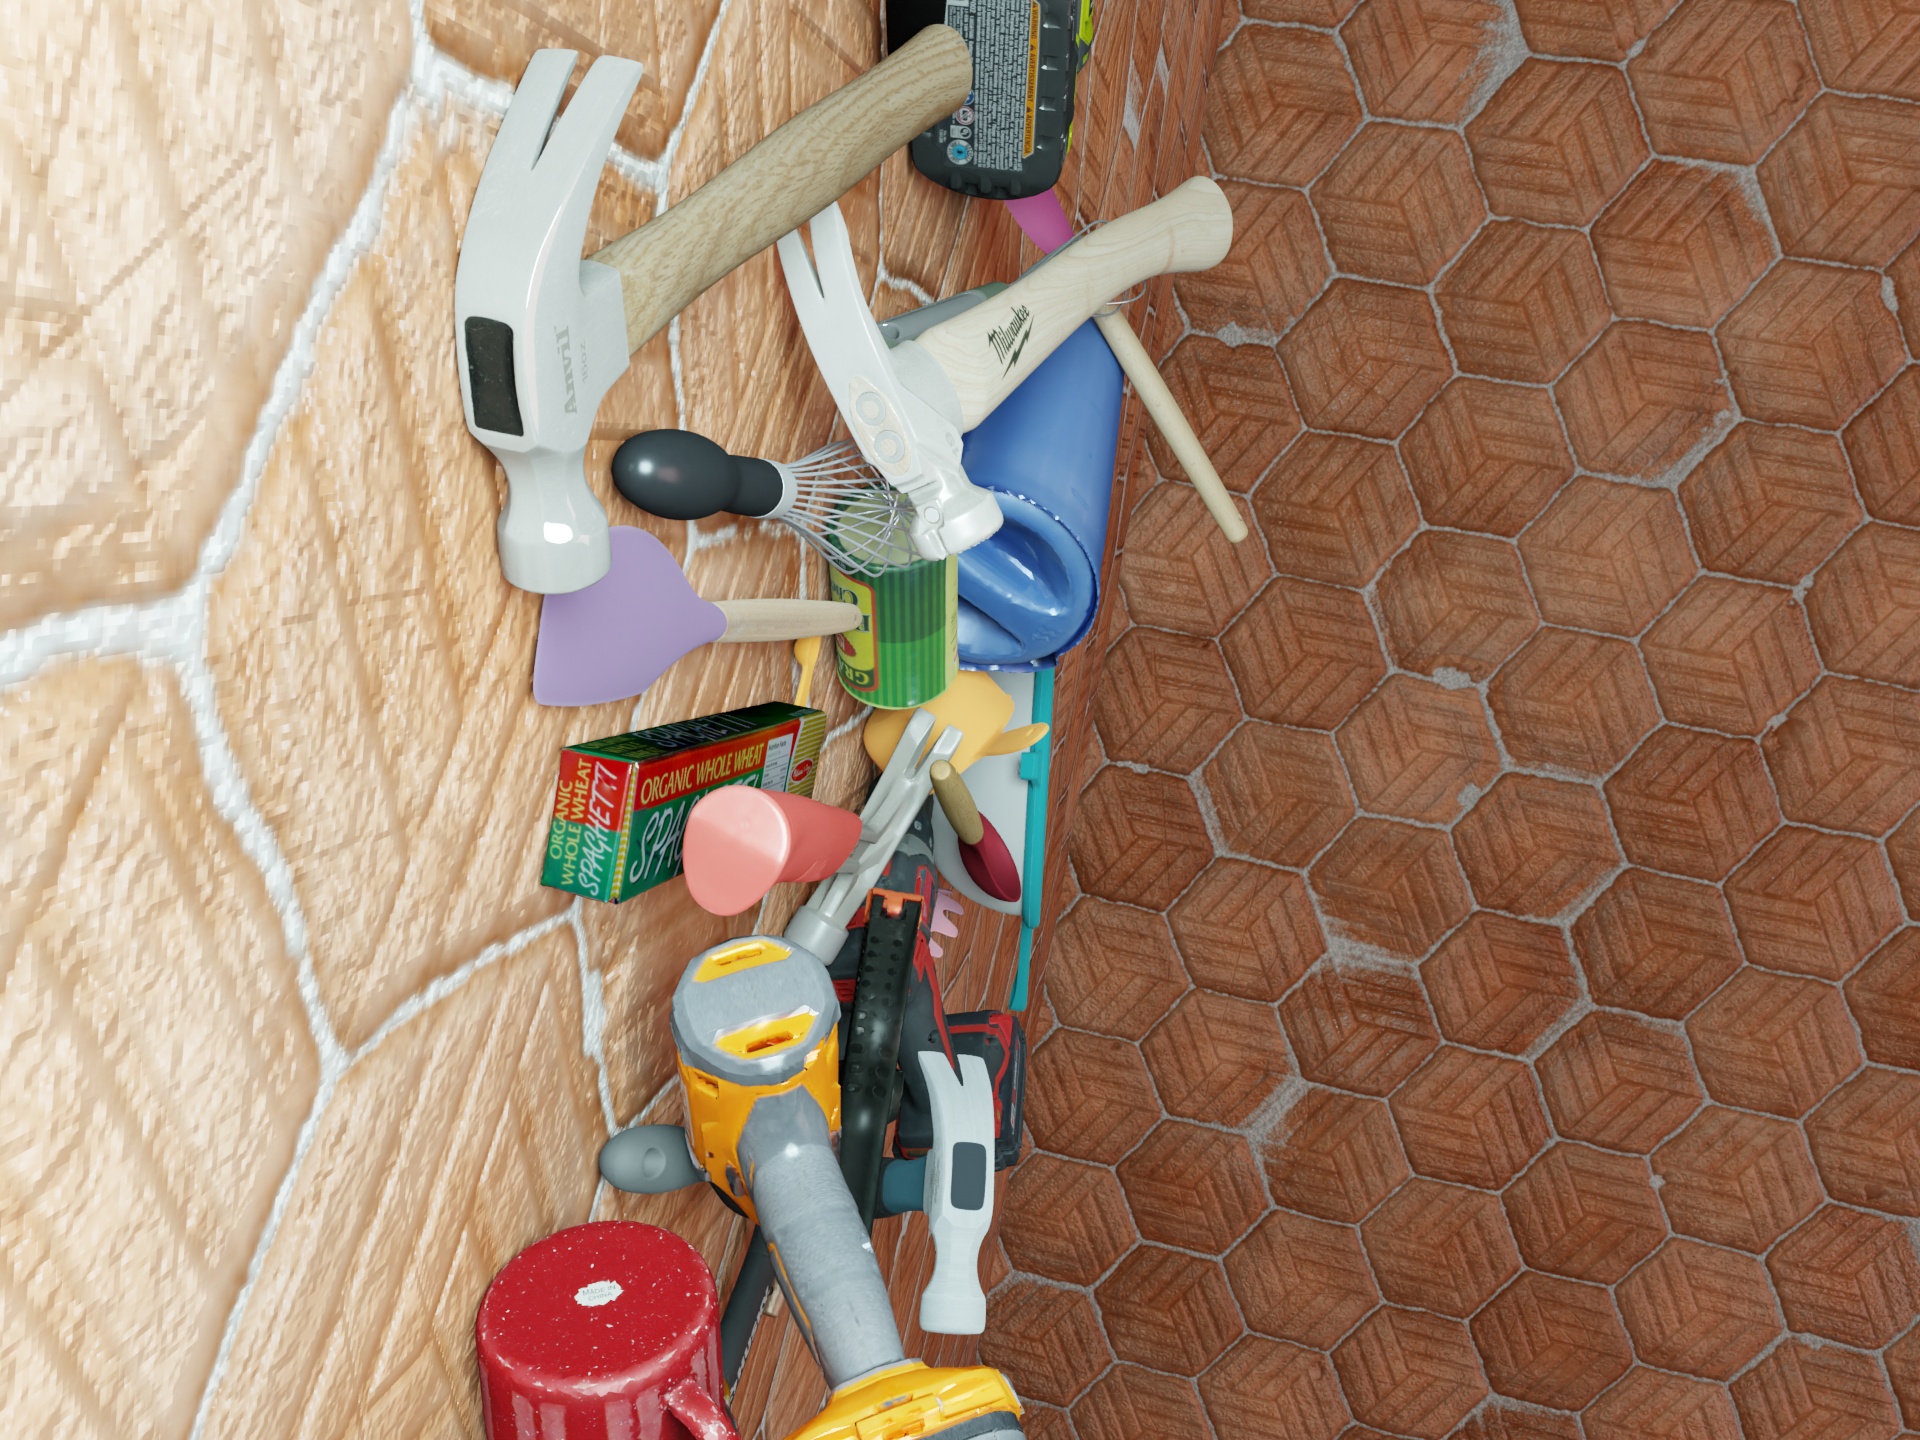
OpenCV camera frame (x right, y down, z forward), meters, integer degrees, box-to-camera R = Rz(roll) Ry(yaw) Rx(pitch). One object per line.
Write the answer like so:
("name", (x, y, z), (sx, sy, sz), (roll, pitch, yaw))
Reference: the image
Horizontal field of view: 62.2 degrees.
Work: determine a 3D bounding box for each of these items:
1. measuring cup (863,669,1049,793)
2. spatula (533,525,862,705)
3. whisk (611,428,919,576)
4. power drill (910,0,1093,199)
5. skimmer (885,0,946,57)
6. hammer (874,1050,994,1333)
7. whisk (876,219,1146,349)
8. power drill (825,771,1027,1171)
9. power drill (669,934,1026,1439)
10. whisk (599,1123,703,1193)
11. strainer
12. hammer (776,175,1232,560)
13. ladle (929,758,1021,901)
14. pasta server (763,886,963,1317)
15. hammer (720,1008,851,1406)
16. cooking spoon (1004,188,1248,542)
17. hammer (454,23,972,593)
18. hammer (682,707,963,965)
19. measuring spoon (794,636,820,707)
("measuring cup", (-0.001, -0.003, 0.918), (0.095, 0.052, 0.173), (-47, -168, -18))
("spatula", (-0.089, -0.042, 0.631), (0.316, 0.018, 0.060), (-15, 116, -76))
("whisk", (-0.067, -0.089, 0.634), (0.284, 0.070, 0.070), (-18, 119, -74))
("power drill", (0.034, -0.389, 0.828), (0.171, 0.080, 0.223), (92, 9, -47))
("skimmer", (-0.047, -0.308, 0.562), (0.363, 0.090, 0.127), (138, -40, -88))
("hammer", (-0.037, 0.257, 0.871), (0.331, 0.033, 0.128), (131, -34, -68))
("whisk", (0.026, -0.223, 0.845), (0.246, 0.058, 0.059), (-33, 153, -44))
("power drill", (-0.023, 0.155, 0.999), (0.188, 0.080, 0.226), (-83, 159, -53))
("power drill", (-0.050, 0.213, 0.591), (0.164, 0.084, 0.227), (95, -25, -47))
("whisk", (-0.115, 0.204, 0.734), (0.238, 0.055, 0.055), (55, 47, -72))
("strainer", (0.017, 0.096, 1.210), (0.211, 0.095, 0.340), (-82, 175, -53))
("hammer", (0.051, -0.221, 0.781), (0.146, 0.038, 0.411), (63, 36, -16))
("ladle", (0.006, 0.061, 0.923), (0.315, 0.031, 0.069), (68, -4, -75))
("pasta server", (-0.070, 0.244, 1.071), (0.040, 0.060, 0.316), (48, 50, -41))
("hammer", (-0.108, 0.290, 0.902), (0.146, 0.035, 0.335), (93, 12, -46))
("cooking spoon", (0.093, -0.239, 0.962), (0.318, 0.017, 0.069), (55, 35, -20))
("hammer", (-0.062, -0.178, 0.526), (0.331, 0.031, 0.130), (-59, 158, -49))
("hammer", (-0.057, 0.047, 0.708), (0.149, 0.037, 0.359), (-60, 174, -3))
("measuring spoon", (-0.087, 0.012, 0.776), (0.021, 0.011, 0.117), (-13, 117, -81))
